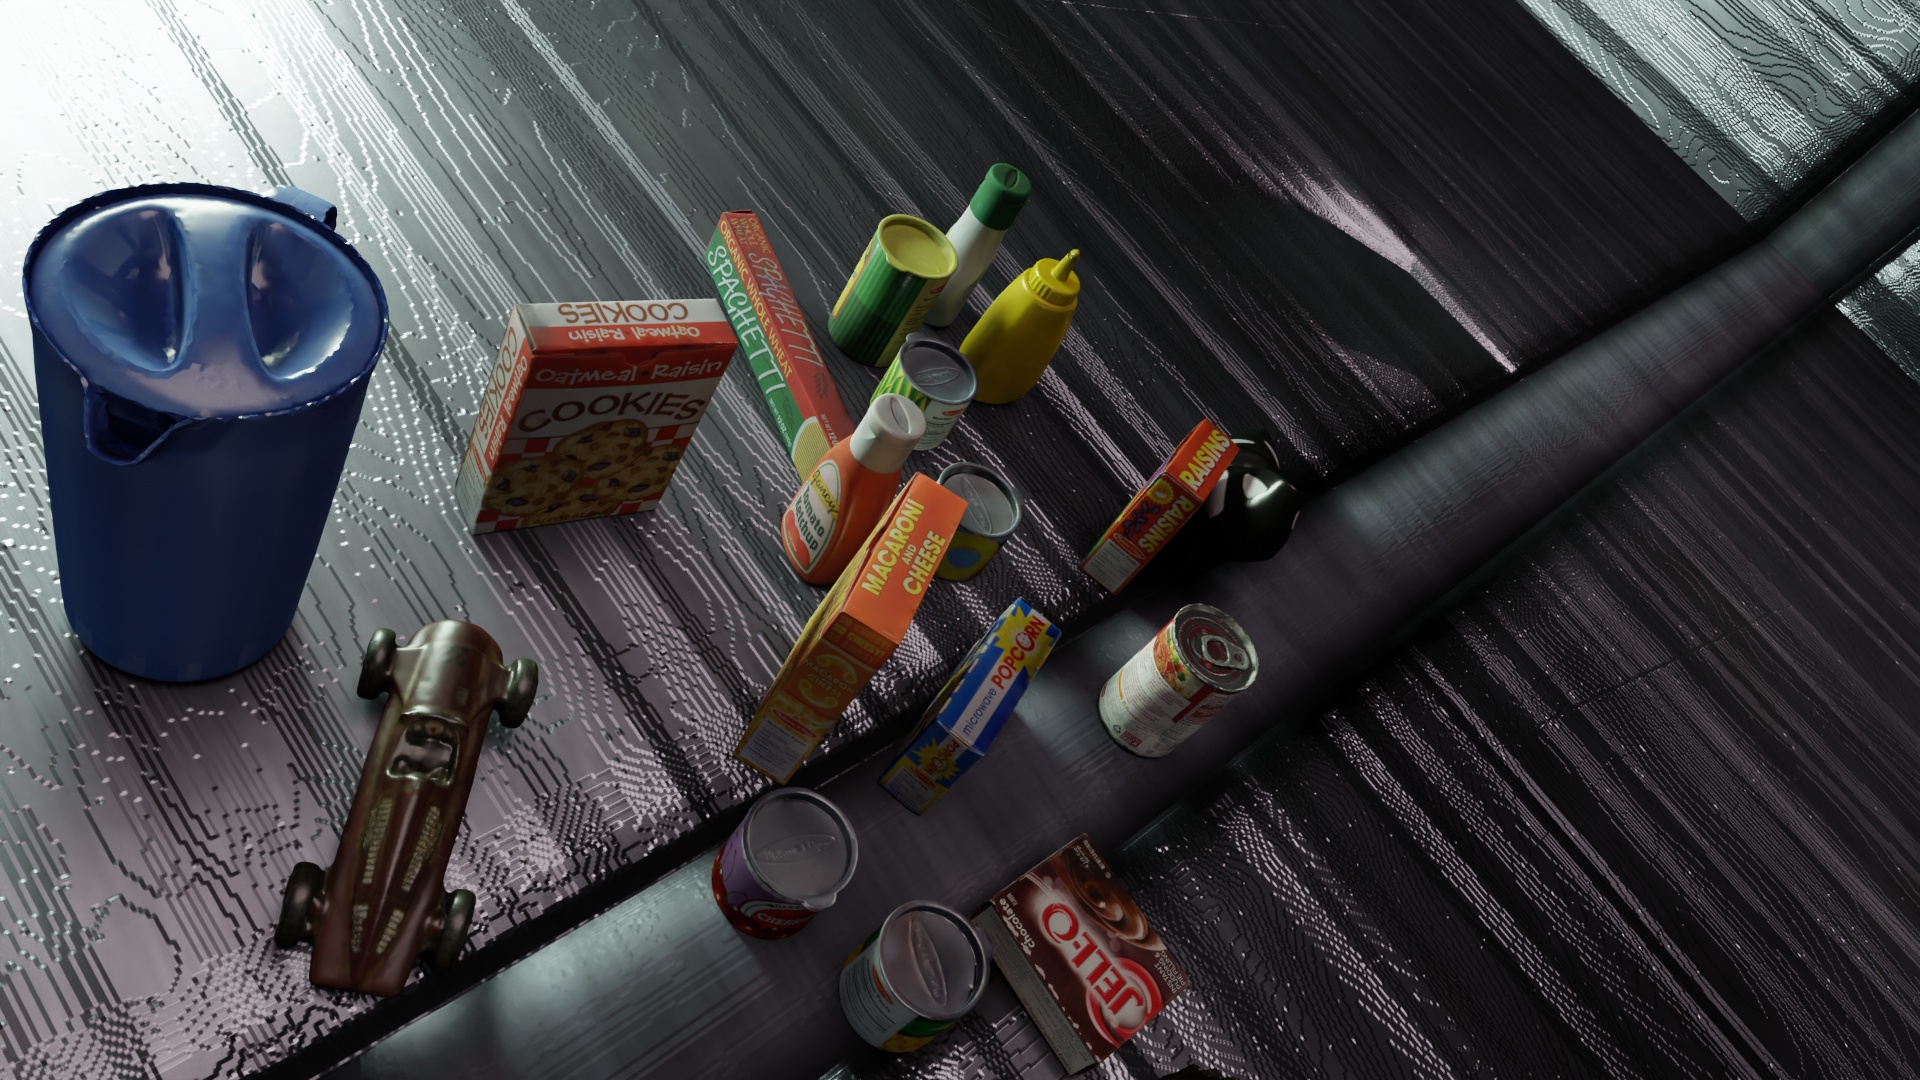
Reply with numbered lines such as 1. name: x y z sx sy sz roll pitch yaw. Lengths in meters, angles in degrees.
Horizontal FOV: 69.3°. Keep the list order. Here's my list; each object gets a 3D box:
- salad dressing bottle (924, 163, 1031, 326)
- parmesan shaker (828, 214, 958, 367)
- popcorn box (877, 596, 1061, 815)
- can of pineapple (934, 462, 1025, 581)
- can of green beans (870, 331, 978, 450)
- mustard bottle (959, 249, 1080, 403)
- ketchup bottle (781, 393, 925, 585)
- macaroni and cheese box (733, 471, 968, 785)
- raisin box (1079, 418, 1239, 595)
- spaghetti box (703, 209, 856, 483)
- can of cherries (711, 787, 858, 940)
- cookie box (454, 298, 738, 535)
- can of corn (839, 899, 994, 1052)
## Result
1. salad dressing bottle: 0.007 -0.236 1.116 0.044 0.147 0.064 31 44 -7
2. parmesan shaker: -0.055 -0.190 1.069 0.071 0.102 0.072 18 47 -20
3. popcorn box: 0.007 0.104 0.878 0.038 0.084 0.127 38 44 0
4. can of pineapple: 0.004 -0.012 0.992 0.071 0.057 0.071 18 47 -20
5. can of green beans: -0.028 -0.111 1.054 0.071 0.057 0.071 18 47 -20
6. mustard bottle: 0.054 -0.172 1.083 0.065 0.159 0.049 3 54 -31
7. ketchup bottle: -0.069 -0.035 0.899 0.043 0.148 0.065 -3 57 -35
8. macaroni and cheese box: -0.066 0.053 0.816 0.040 0.165 0.124 32 44 -6
9. raisin box: 0.150 -0.025 1.049 0.040 0.122 0.086 41 44 3
10. spaghetti box: -0.130 -0.136 1.015 0.029 0.050 0.251 -6 59 -36
11. can of cherries: -0.098 0.181 0.767 0.071 0.058 0.072 18 47 -20
12. cookie box: -0.217 -0.072 0.821 0.123 0.166 0.040 -10 61 -38
13. can of corn: -0.024 0.240 0.765 0.071 0.058 0.071 18 47 -20
